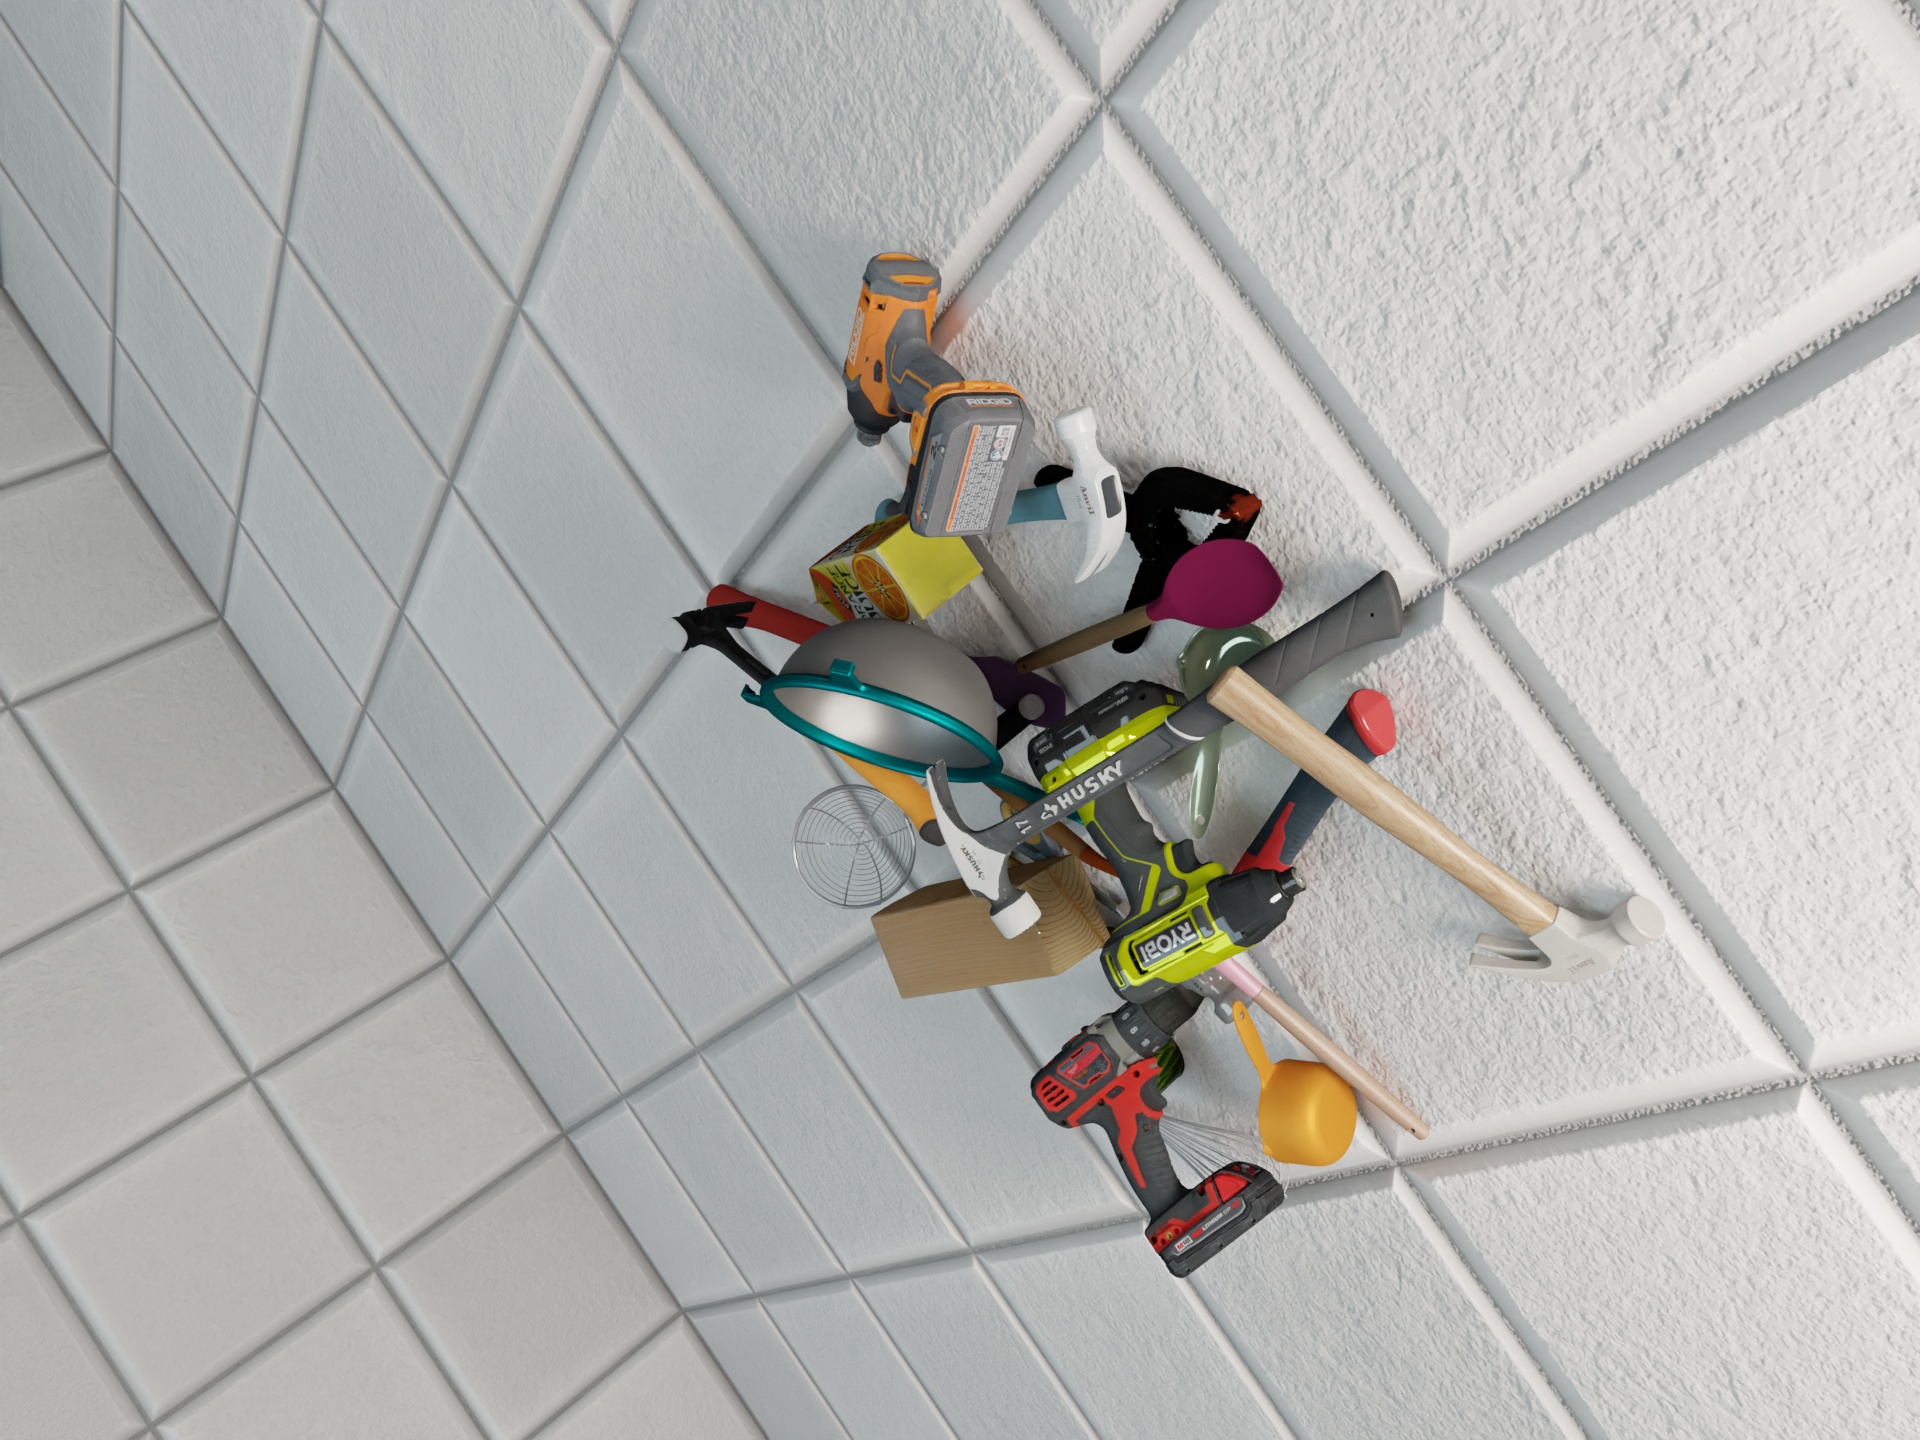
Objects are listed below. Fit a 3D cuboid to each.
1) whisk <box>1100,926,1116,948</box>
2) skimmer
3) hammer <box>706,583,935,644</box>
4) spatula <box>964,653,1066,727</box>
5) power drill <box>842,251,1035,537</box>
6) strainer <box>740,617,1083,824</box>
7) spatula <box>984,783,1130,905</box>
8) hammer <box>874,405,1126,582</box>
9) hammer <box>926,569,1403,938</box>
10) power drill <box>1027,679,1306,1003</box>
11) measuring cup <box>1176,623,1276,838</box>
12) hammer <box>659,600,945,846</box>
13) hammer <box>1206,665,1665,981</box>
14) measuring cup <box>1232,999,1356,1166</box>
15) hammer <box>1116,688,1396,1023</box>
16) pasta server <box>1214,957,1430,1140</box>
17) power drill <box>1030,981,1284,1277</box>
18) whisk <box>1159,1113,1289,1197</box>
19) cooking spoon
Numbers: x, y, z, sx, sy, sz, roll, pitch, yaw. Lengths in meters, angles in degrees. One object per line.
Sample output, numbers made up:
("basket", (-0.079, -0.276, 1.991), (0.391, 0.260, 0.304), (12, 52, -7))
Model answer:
("whisk", (0.081, 0.201, 1.546), (0.245, 0.047, 0.051), (-2, 123, 46))
("skimmer", (-0.042, 0.074, 1.511), (0.127, 0.090, 0.363), (53, 140, 2))
("hammer", (-0.139, -0.088, 1.569), (0.359, 0.037, 0.149), (22, 149, 43))
("spatula", (-0.024, -0.065, 1.485), (0.316, 0.018, 0.059), (28, 136, 34))
("power drill", (-0.030, -0.241, 1.248), (0.164, 0.084, 0.227), (107, 147, -41))
("strainer", (-0.002, -0.004, 1.357), (0.340, 0.095, 0.211), (24, 163, -26))
("spatula", (0.091, 0.114, 1.421), (0.323, 0.041, 0.080), (37, 176, 44))
("hammer", (0.022, -0.173, 1.302), (0.331, 0.033, 0.128), (3, 118, 57))
("hammer", (0.146, 0.011, 1.172), (0.409, 0.036, 0.149), (-34, 91, 27))
("power drill", (0.159, 0.087, 1.252), (0.171, 0.080, 0.223), (-34, 68, 25))
("measuring cup", (0.199, 0.007, 1.197), (0.083, 0.038, 0.167), (13, 97, 38))
("hammer", (-0.128, 0.001, 1.499), (0.337, 0.127, 0.034), (39, 118, 17))
("hammer", (0.310, 0.072, 1.100), (0.331, 0.031, 0.130), (36, 143, 0))
("measuring cup", (0.278, 0.298, 1.324), (0.052, 0.095, 0.173), (-3, 125, 42))
("hammer", (0.238, 0.097, 1.279), (0.143, 0.038, 0.386), (45, 143, 20))
("pasta server", (0.267, 0.234, 1.307), (0.316, 0.040, 0.060), (41, 139, -3))
("power drill", (0.191, 0.355, 1.423), (0.188, 0.080, 0.227), (-43, 70, 14))
("whisk", (0.200, 0.397, 1.538), (0.285, 0.070, 0.070), (18, 129, 48))
("cooking spoon", (0.133, -0.078, 1.232), (0.068, 0.017, 0.319), (53, 148, -10))
